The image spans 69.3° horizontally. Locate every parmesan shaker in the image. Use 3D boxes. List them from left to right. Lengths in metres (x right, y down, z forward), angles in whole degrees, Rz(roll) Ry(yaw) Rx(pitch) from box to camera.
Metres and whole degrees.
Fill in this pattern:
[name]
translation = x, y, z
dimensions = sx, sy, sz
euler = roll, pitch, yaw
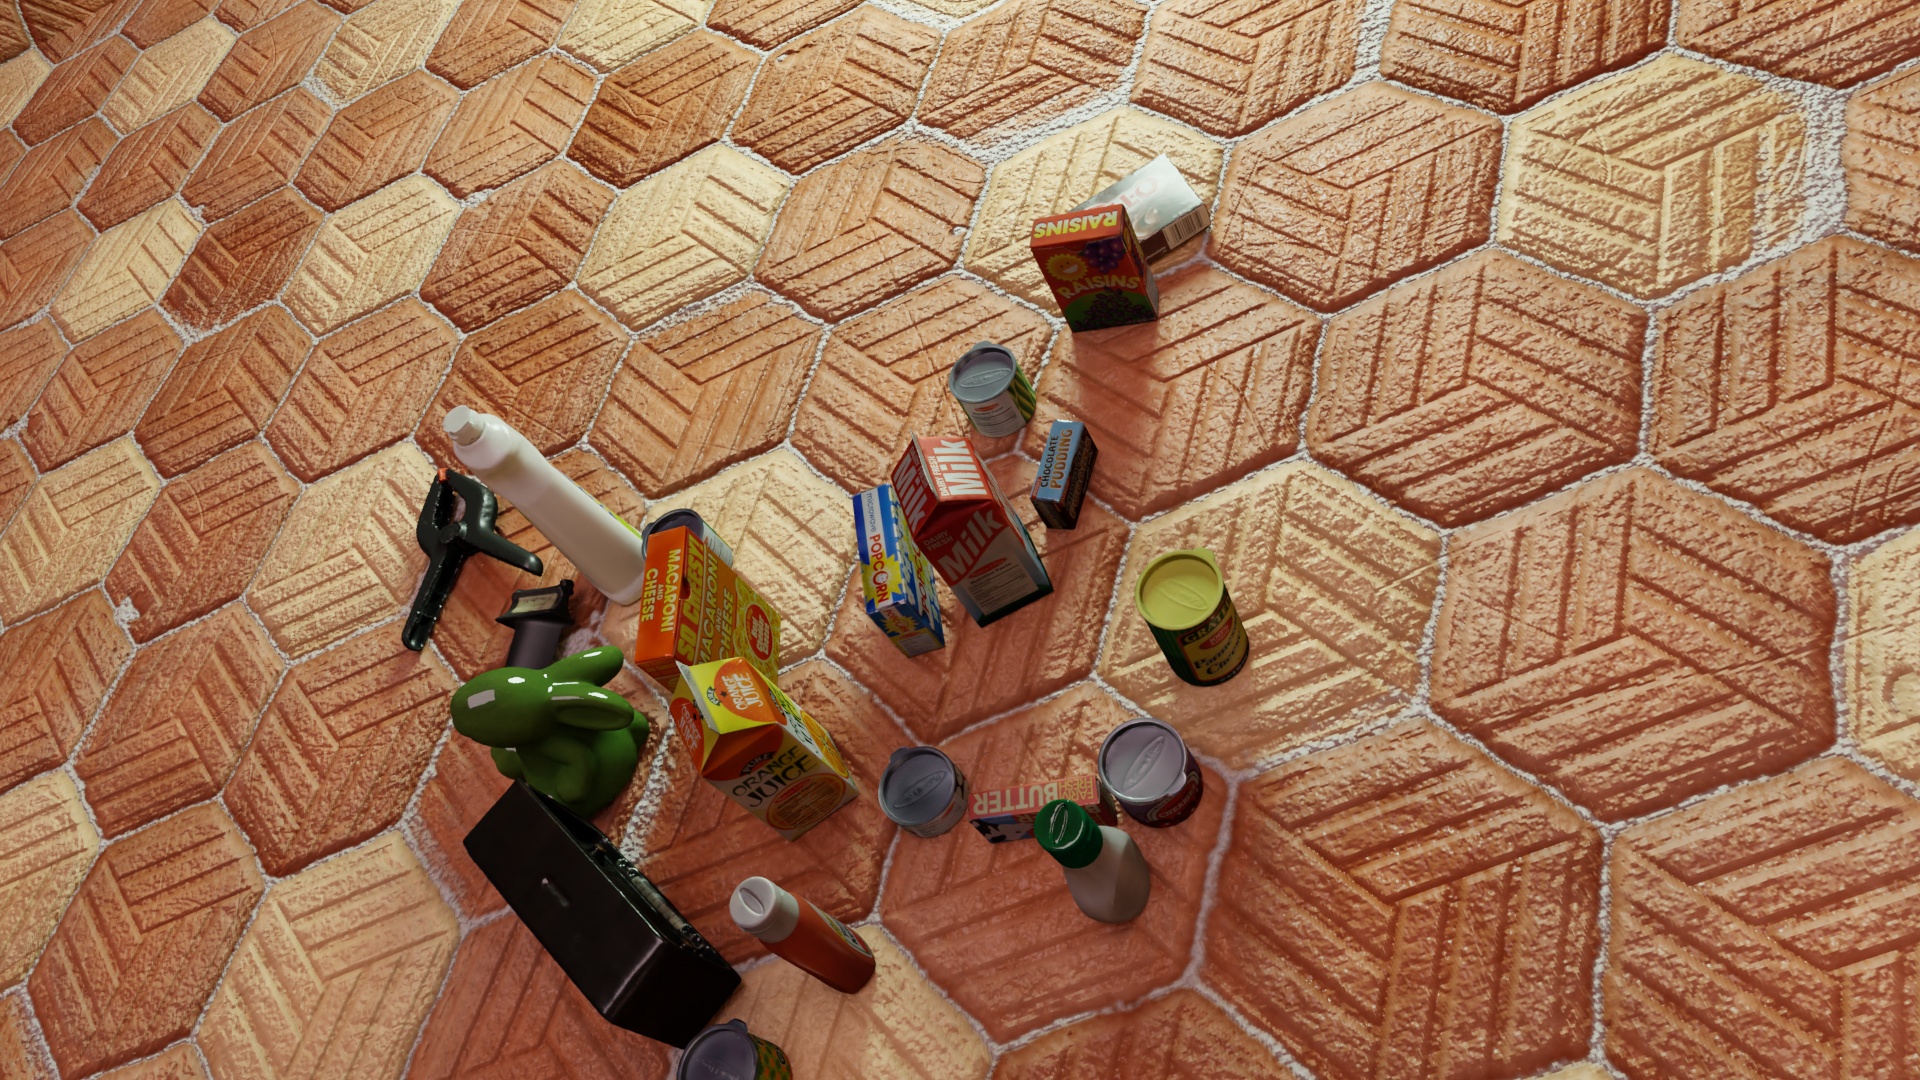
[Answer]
[parmesan shaker]
translation = 0.179, 0.059, 1.052
dimensions = 0.071, 0.102, 0.071
euler = -12, 56, 18

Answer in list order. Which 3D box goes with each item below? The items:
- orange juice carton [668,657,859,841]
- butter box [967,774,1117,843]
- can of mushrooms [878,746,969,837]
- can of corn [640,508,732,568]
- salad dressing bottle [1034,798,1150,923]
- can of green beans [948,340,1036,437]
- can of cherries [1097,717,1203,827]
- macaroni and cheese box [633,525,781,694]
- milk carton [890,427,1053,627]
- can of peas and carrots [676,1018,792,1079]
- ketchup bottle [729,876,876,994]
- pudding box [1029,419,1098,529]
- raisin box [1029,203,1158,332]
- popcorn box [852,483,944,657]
[orange juice carton]
translation = -0.160, 0.158, 1.086
dimensions = 0.073, 0.192, 0.072
euler = -36, 52, 0
[butter box]
translation = 0.062, 0.203, 1.045
dimensions = 0.103, 0.053, 0.024
euler = -12, 56, 17
[can of mushrooms]
translation = -0.030, 0.198, 1.102
dimensions = 0.071, 0.033, 0.071
euler = -12, 56, 18
[can of corn]
translation = -0.259, 0.012, 1.311
dimensions = 0.071, 0.058, 0.071
euler = -12, 56, 18
[salad dressing bottle]
translation = 0.091, 0.220, 0.960
dimensions = 0.044, 0.147, 0.064
euler = 4, 62, 27
[can of green beans]
translation = 0.030, -0.137, 1.275
dimensions = 0.071, 0.057, 0.071
euler = -12, 56, 18
[can of cherries]
translation = 0.142, 0.174, 1.023
dimensions = 0.071, 0.058, 0.072
euler = -12, 56, 18
[macaroni and cheese box]
translation = -0.208, 0.082, 1.174
dimensions = 0.040, 0.166, 0.124
euler = -13, 55, 17
[milk carton]
translation = 0.004, -0.014, 1.123
dimensions = 0.073, 0.190, 0.072
euler = -27, 52, 7
[can of peas and carrots]
translation = -0.164, 0.393, 1.022
dimensions = 0.071, 0.058, 0.071
euler = -12, 56, 18
[ketchup bottle]
translation = -0.117, 0.286, 1.012
dimensions = 0.065, 0.148, 0.043
euler = 32, 77, 36
[pudding box]
translation = 0.090, -0.057, 1.202
dimensions = 0.030, 0.049, 0.084
euler = 5, 62, 27
[raisin box]
translation = 0.123, -0.245, 1.260
dimensions = 0.086, 0.123, 0.040
euler = -4, 58, 22
[popcorn box]
translation = -0.053, 0.025, 1.191
dimensions = 0.038, 0.085, 0.127
euler = -19, 54, 13
